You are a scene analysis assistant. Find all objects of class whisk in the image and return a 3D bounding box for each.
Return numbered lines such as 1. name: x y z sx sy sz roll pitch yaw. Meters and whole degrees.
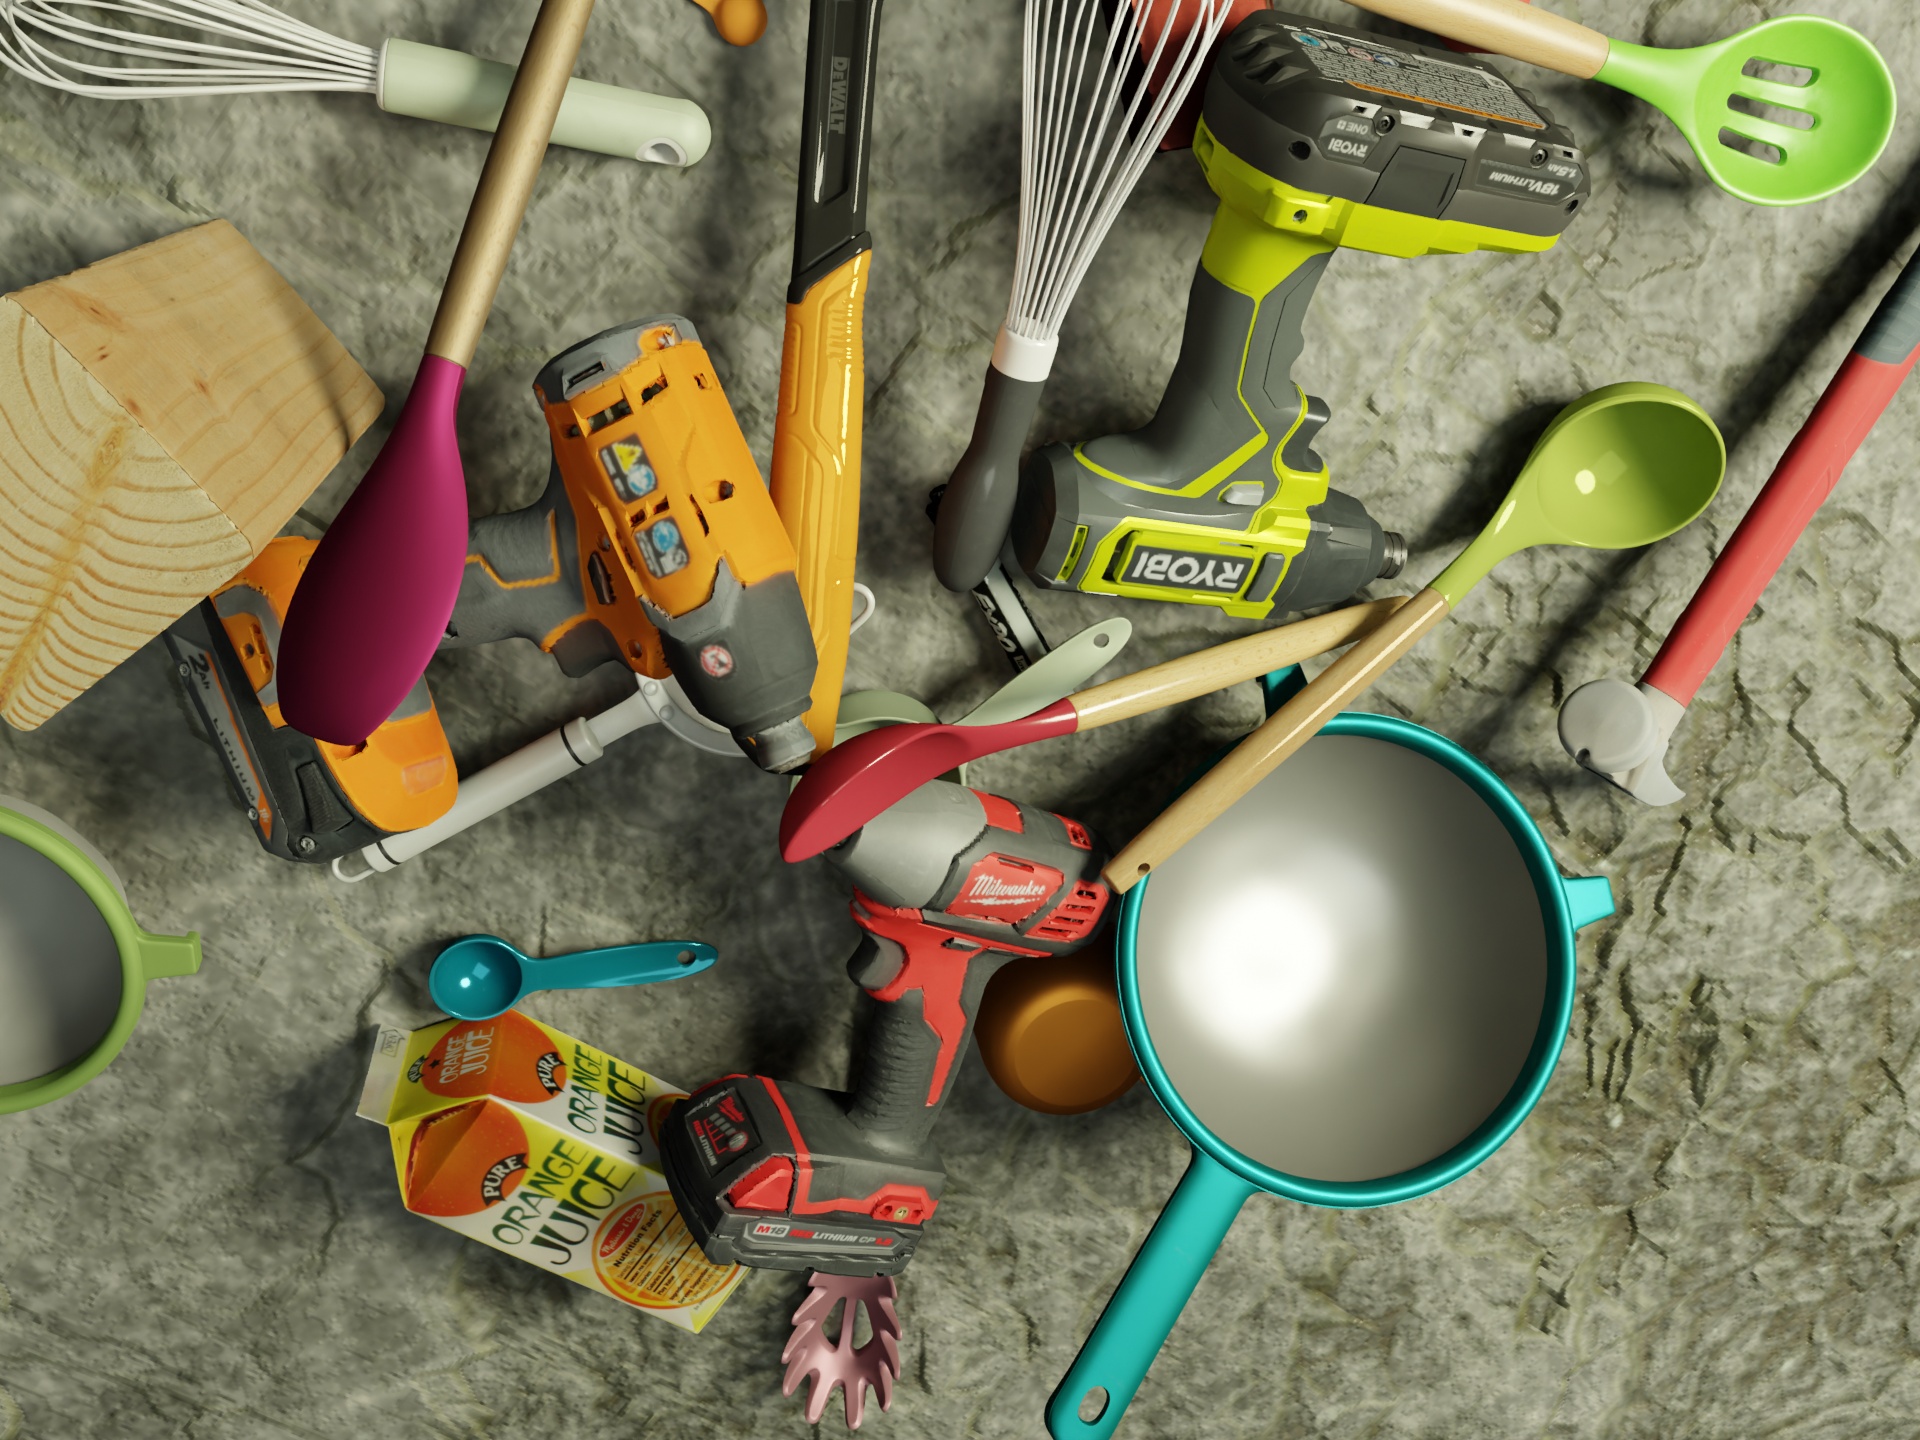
1. whisk: -0.211 -0.230 0.561 0.246 0.058 0.059 6 76 -16
2. whisk: 0.032 -0.164 0.576 0.070 0.070 0.284 8 128 -13

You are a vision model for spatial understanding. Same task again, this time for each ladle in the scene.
1. ladle: 0.188 -0.030 0.663 0.320 0.062 0.078 -40 123 -8
2. ladle: 0.065 -0.009 0.638 0.315 0.031 0.069 -18 159 -27

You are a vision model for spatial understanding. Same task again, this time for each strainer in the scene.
1. strainer: -0.435 0.046 0.627 0.151 0.069 0.256 -37 113 10
2. strainer: 0.126 0.158 0.711 0.211 0.095 0.340 34 80 -6
3. strainer: -0.151 0.003 0.664 0.258 0.050 0.086 -28 106 3

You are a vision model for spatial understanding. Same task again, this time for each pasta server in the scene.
1. pasta server: -0.042 0.209 0.777 0.060 0.040 0.316 9 110 0

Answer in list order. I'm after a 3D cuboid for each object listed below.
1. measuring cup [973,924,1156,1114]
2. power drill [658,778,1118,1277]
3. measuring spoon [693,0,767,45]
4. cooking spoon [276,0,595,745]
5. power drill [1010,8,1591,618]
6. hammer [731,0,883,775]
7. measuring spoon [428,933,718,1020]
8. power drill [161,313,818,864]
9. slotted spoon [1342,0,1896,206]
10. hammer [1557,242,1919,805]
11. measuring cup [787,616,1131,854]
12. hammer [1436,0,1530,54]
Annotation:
1. measuring cup: 0.081 0.169 0.770 0.173 0.052 0.095 39 102 -19
2. power drill: -0.037 0.125 0.680 0.143 0.079 0.219 19 107 -34
3. measuring spoon: -0.118 -0.285 0.569 0.116 0.011 0.021 35 104 -21
4. cooking spoon: -0.168 -0.146 0.541 0.069 0.017 0.319 15 85 24
5. power drill: 0.132 -0.137 0.610 0.171 0.080 0.223 4 133 -19
6. hammer: -0.042 -0.142 0.591 0.127 0.034 0.336 6 104 -1
7. measuring spoon: -0.176 0.110 0.729 0.128 0.021 0.042 -3 113 -18
8. power drill: -0.164 -0.028 0.588 0.226 0.084 0.164 -23 93 17
9. slotted spoon: 0.214 -0.254 0.587 0.313 0.031 0.070 8 111 -19
10. hammer: 0.388 -0.136 0.684 0.143 0.038 0.386 19 104 -56
11. measuring cup: -0.001 -0.002 0.690 0.167 0.038 0.083 -34 121 6
12. hammer: 0.225 -0.425 0.552 0.149 0.037 0.359 1 112 -10
